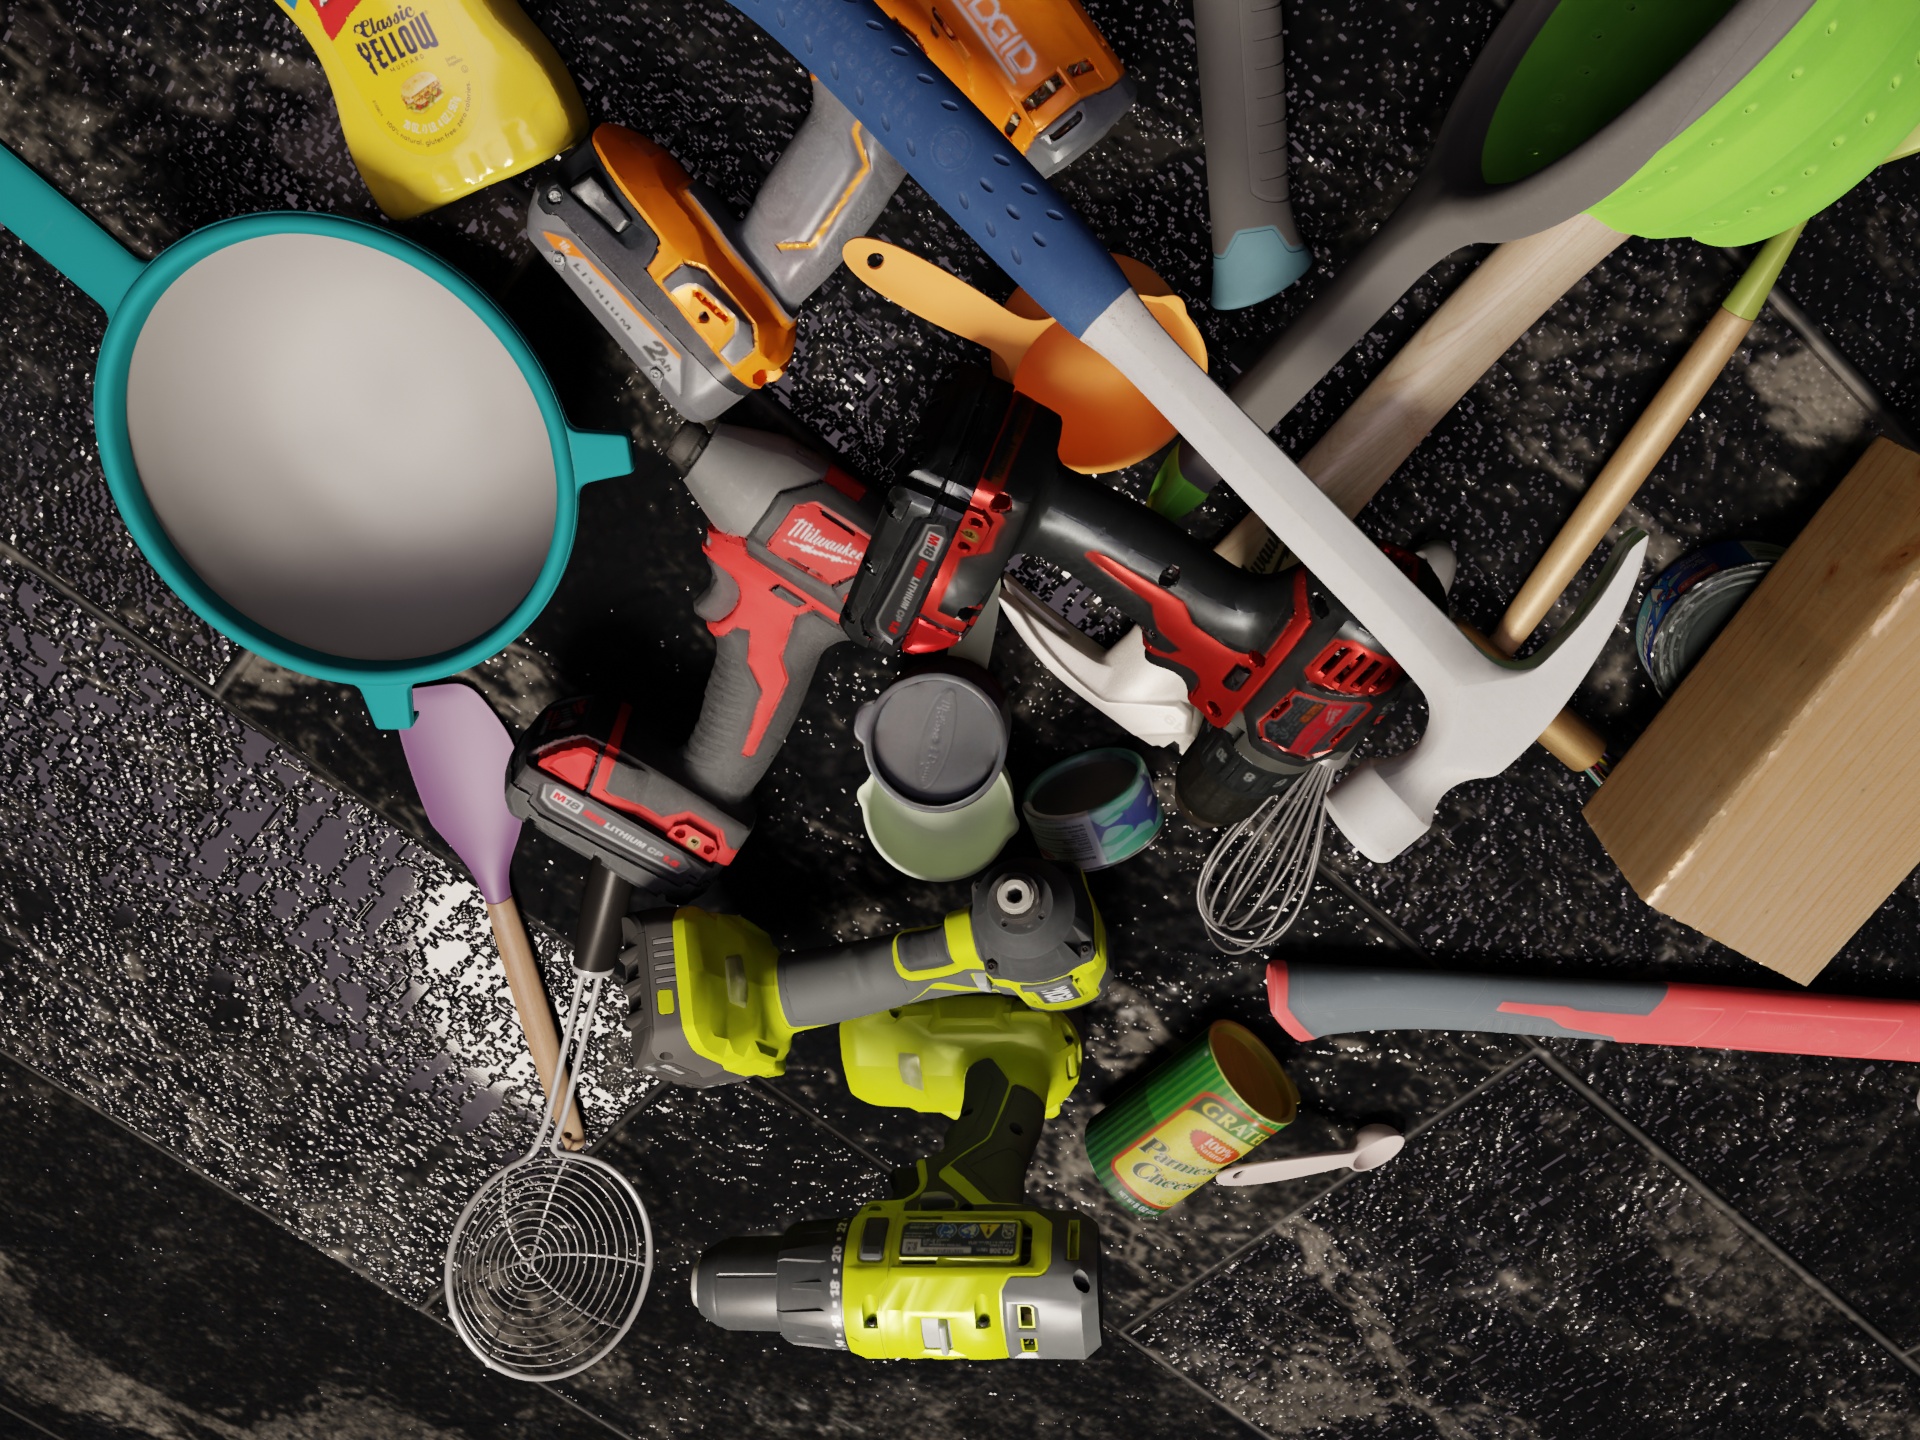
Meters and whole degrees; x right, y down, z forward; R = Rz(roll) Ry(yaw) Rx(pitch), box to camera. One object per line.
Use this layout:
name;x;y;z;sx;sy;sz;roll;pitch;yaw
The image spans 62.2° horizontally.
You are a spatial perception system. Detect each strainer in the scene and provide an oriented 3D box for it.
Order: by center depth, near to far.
strainer;-0.313;-0.169;0.707;0.340;0.095;0.211;41;113;-13

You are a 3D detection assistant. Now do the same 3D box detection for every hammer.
hammer;0.064;-0.142;0.567;0.144;0.035;0.405;-44;87;17
hammer;0.104;-0.324;0.607;0.128;0.033;0.330;-5;118;9
hammer;0.191;-0.148;0.693;0.146;0.038;0.410;37;116;-12
hammer;0.357;0.140;0.831;0.386;0.038;0.143;3;118;5

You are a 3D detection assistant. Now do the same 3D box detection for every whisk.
whisk;0.319;0.028;0.764;0.244;0.047;0.051;37;115;-16
whisk;0.180;0.018;0.781;0.055;0.055;0.239;21;115;-5

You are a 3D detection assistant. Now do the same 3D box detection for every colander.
colander;0.221;-0.185;0.590;0.094;0.205;0.397;32;128;-15

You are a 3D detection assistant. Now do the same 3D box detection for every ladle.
ladle;0.323;-0.143;0.671;0.062;0.078;0.320;27;125;2

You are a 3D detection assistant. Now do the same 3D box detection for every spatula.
spatula;-0.253;0.121;0.902;0.060;0.018;0.315;-6;117;3

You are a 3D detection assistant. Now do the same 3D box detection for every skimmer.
skimmer;-0.206;0.204;0.889;0.127;0.090;0.363;0;118;-36

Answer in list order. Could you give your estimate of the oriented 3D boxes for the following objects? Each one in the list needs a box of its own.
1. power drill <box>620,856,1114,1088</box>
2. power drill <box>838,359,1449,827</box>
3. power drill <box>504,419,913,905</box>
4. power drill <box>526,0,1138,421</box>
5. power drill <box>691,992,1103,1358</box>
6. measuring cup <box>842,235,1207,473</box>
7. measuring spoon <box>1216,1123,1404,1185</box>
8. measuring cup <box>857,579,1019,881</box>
power drill;-0.042;0.117;0.772;0.223;0.080;0.171;-12;160;7
power drill;0.068;-0.038;0.682;0.226;0.080;0.187;23;146;-4
power drill;-0.118;-0.032;0.759;0.143;0.079;0.219;33;108;-17
power drill;-0.065;-0.247;0.645;0.226;0.084;0.164;-34;109;18
power drill;-0.022;0.223;0.810;0.190;0.229;0.080;-2;118;8
measuring cup;0.022;-0.169;0.662;0.173;0.052;0.095;21;125;-30
measuring spoon;0.194;0.243;0.891;0.124;0.018;0.034;-2;133;-24
measuring cup;-0.001;-0.003;0.802;0.083;0.038;0.167;12;103;2
